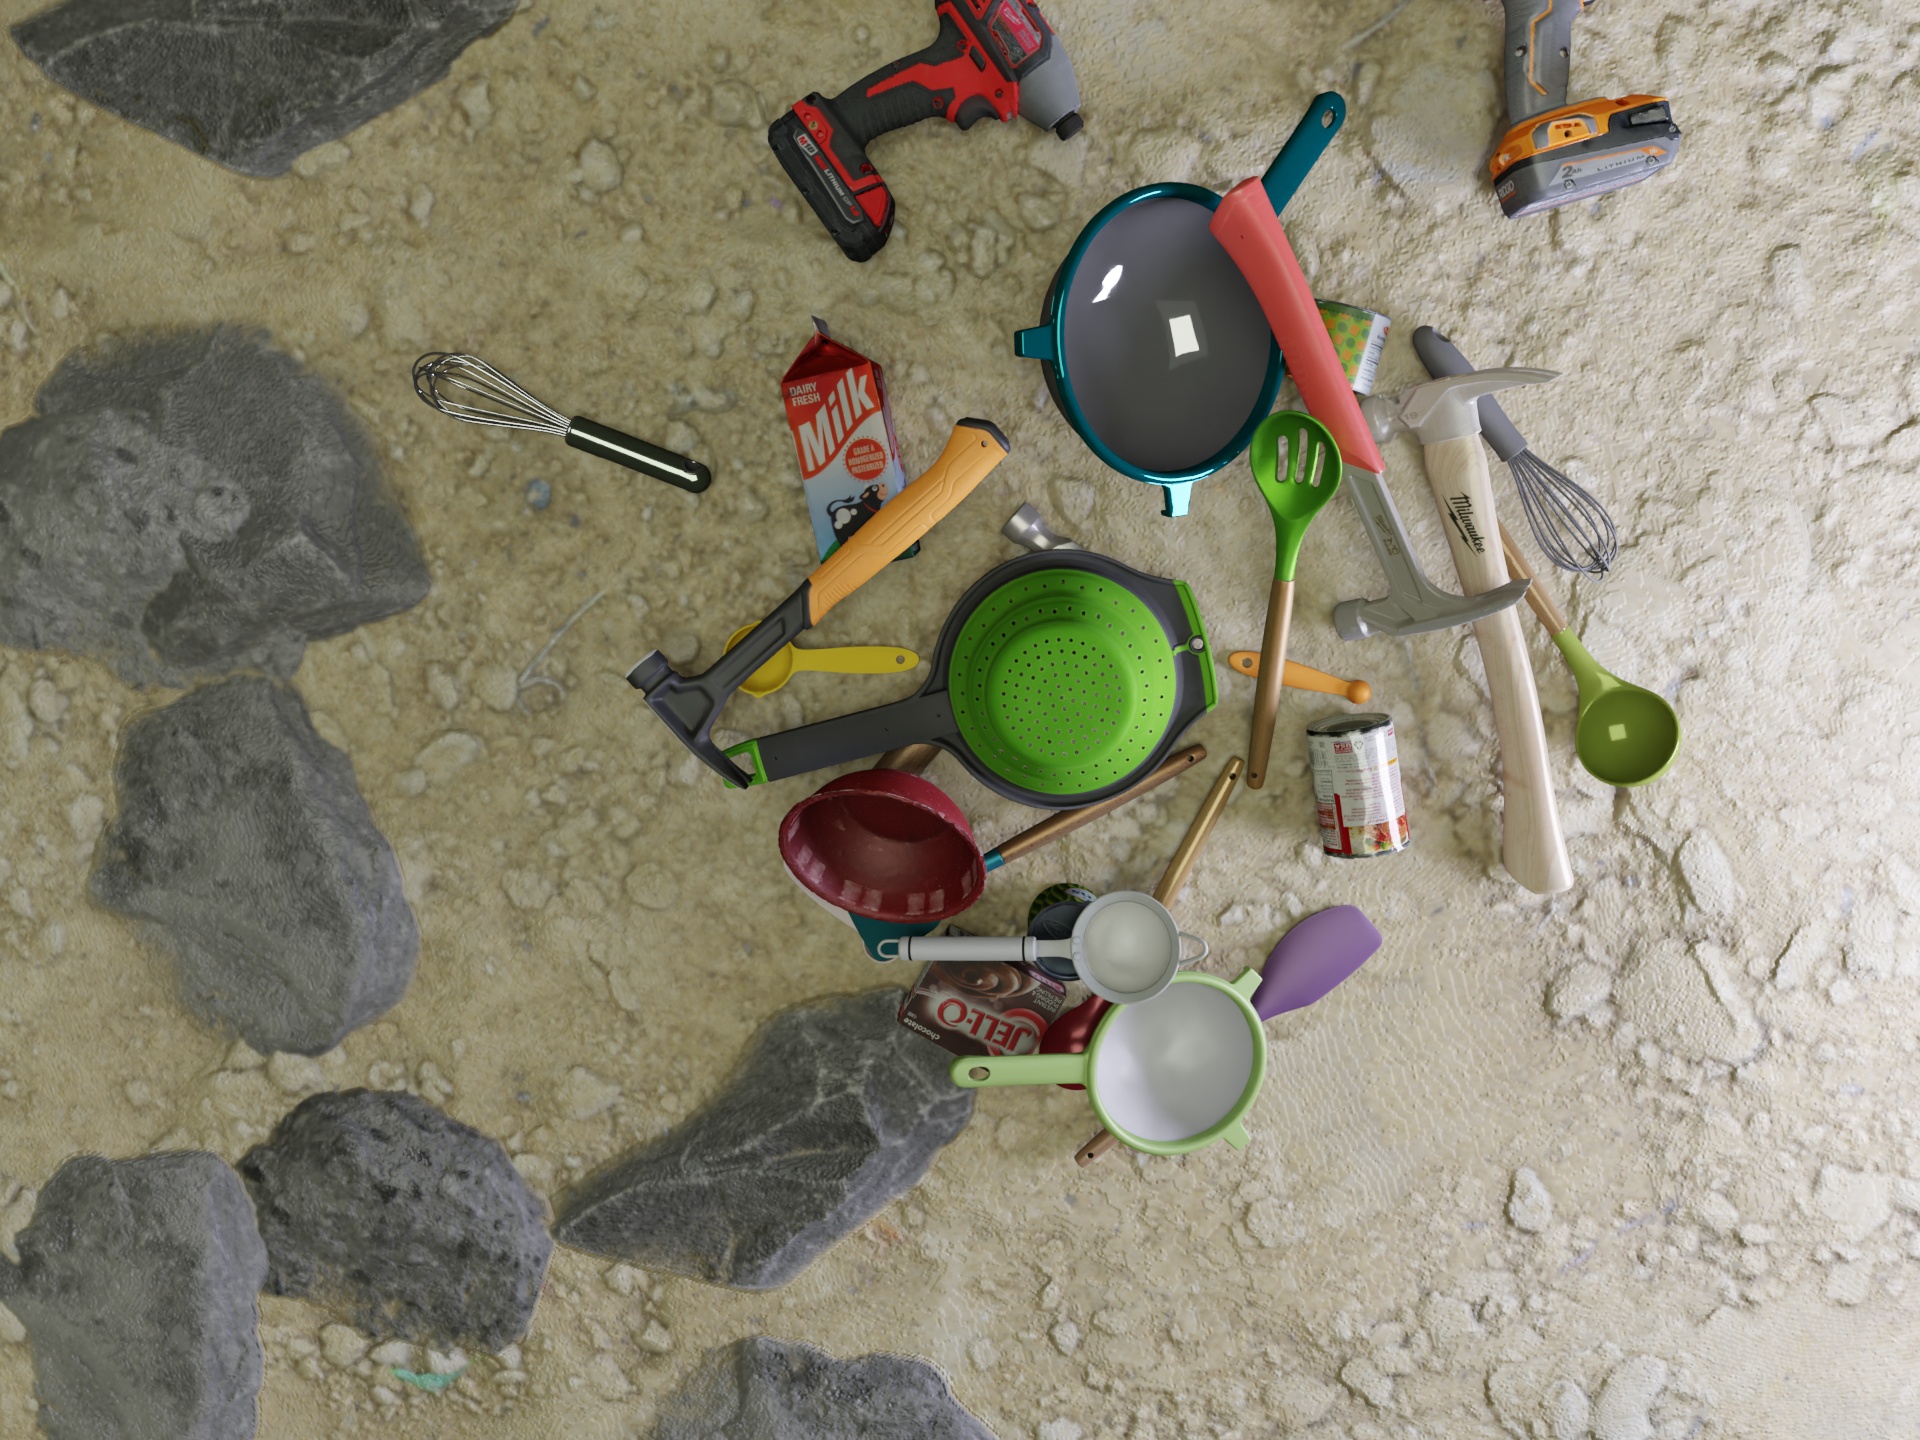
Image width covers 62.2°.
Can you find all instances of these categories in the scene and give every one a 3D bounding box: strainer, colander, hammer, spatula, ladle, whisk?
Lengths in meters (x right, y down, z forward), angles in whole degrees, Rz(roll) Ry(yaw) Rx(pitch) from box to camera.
[{"bbox_3d":[0.112,0.265,1.263,0.256,0.069,0.151,0,99,-12],"label":"strainer"},{"bbox_3d":[-0.002,-0.004,1.209,0.397,0.094,0.204,-15,98,6],"label":"colander"},{"bbox_3d":[0.420,-0.061,1.212,0.146,0.038,0.410,-7,106,40],"label":"hammer"},{"bbox_3d":[0.054,0.094,1.284,0.317,0.044,0.082,-27,94,-1],"label":"spatula"},{"bbox_3d":[0.062,0.176,1.236,0.258,0.050,0.087,-1,84,9],"label":"strainer"},{"bbox_3d":[0.281,-0.223,1.151,0.149,0.037,0.358,-13,114,40],"label":"hammer"},{"bbox_3d":[0.213,0.264,1.313,0.316,0.018,0.060,-43,90,8],"label":"spatula"},{"bbox_3d":[-0.006,-0.008,1.273,0.130,0.031,0.331,40,100,-3],"label":"hammer"},{"bbox_3d":[0.154,0.170,1.298,0.069,0.031,0.315,26,98,-8],"label":"ladle"},{"bbox_3d":[0.446,-0.088,1.224,0.078,0.062,0.320,-33,94,25],"label":"ladle"},{"bbox_3d":[0.420,-0.203,1.210,0.055,0.055,0.239,-38,91,8],"label":"whisk"},{"bbox_3d":[0.168,-0.333,1.183,0.210,0.095,0.340,41,77,-30],"label":"strainer"},{"bbox_3d":[-0.090,-0.097,1.189,0.337,0.034,0.127,-41,96,10],"label":"hammer"},{"bbox_3d":[-0.313,-0.230,1.250,0.246,0.058,0.059,21,134,-3],"label":"whisk"}]

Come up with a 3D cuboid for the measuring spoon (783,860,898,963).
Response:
[{"bbox_3d":[-0.097,0.154,1.316,0.124,0.018,0.034,40,94,3],"label":"measuring spoon"}]

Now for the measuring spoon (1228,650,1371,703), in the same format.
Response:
[{"bbox_3d":[0.270,-0.034,1.263,0.117,0.011,0.021,15,100,0],"label":"measuring spoon"}]

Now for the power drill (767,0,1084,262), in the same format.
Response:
[{"bbox_3d":[-0.021,-0.446,1.181,0.219,0.078,0.143,-36,96,5],"label":"power drill"}]

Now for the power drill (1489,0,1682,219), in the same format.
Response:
[{"bbox_3d":[0.442,-0.496,1.144,0.164,0.084,0.226,-15,95,5],"label":"power drill"}]

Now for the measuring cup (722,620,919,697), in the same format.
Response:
[{"bbox_3d":[-0.112,-0.051,1.280,0.156,0.029,0.062,0,100,-9],"label":"measuring cup"}]

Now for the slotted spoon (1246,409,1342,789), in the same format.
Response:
[{"bbox_3d":[0.240,-0.085,1.207,0.070,0.031,0.313,17,121,26],"label":"slotted spoon"}]
